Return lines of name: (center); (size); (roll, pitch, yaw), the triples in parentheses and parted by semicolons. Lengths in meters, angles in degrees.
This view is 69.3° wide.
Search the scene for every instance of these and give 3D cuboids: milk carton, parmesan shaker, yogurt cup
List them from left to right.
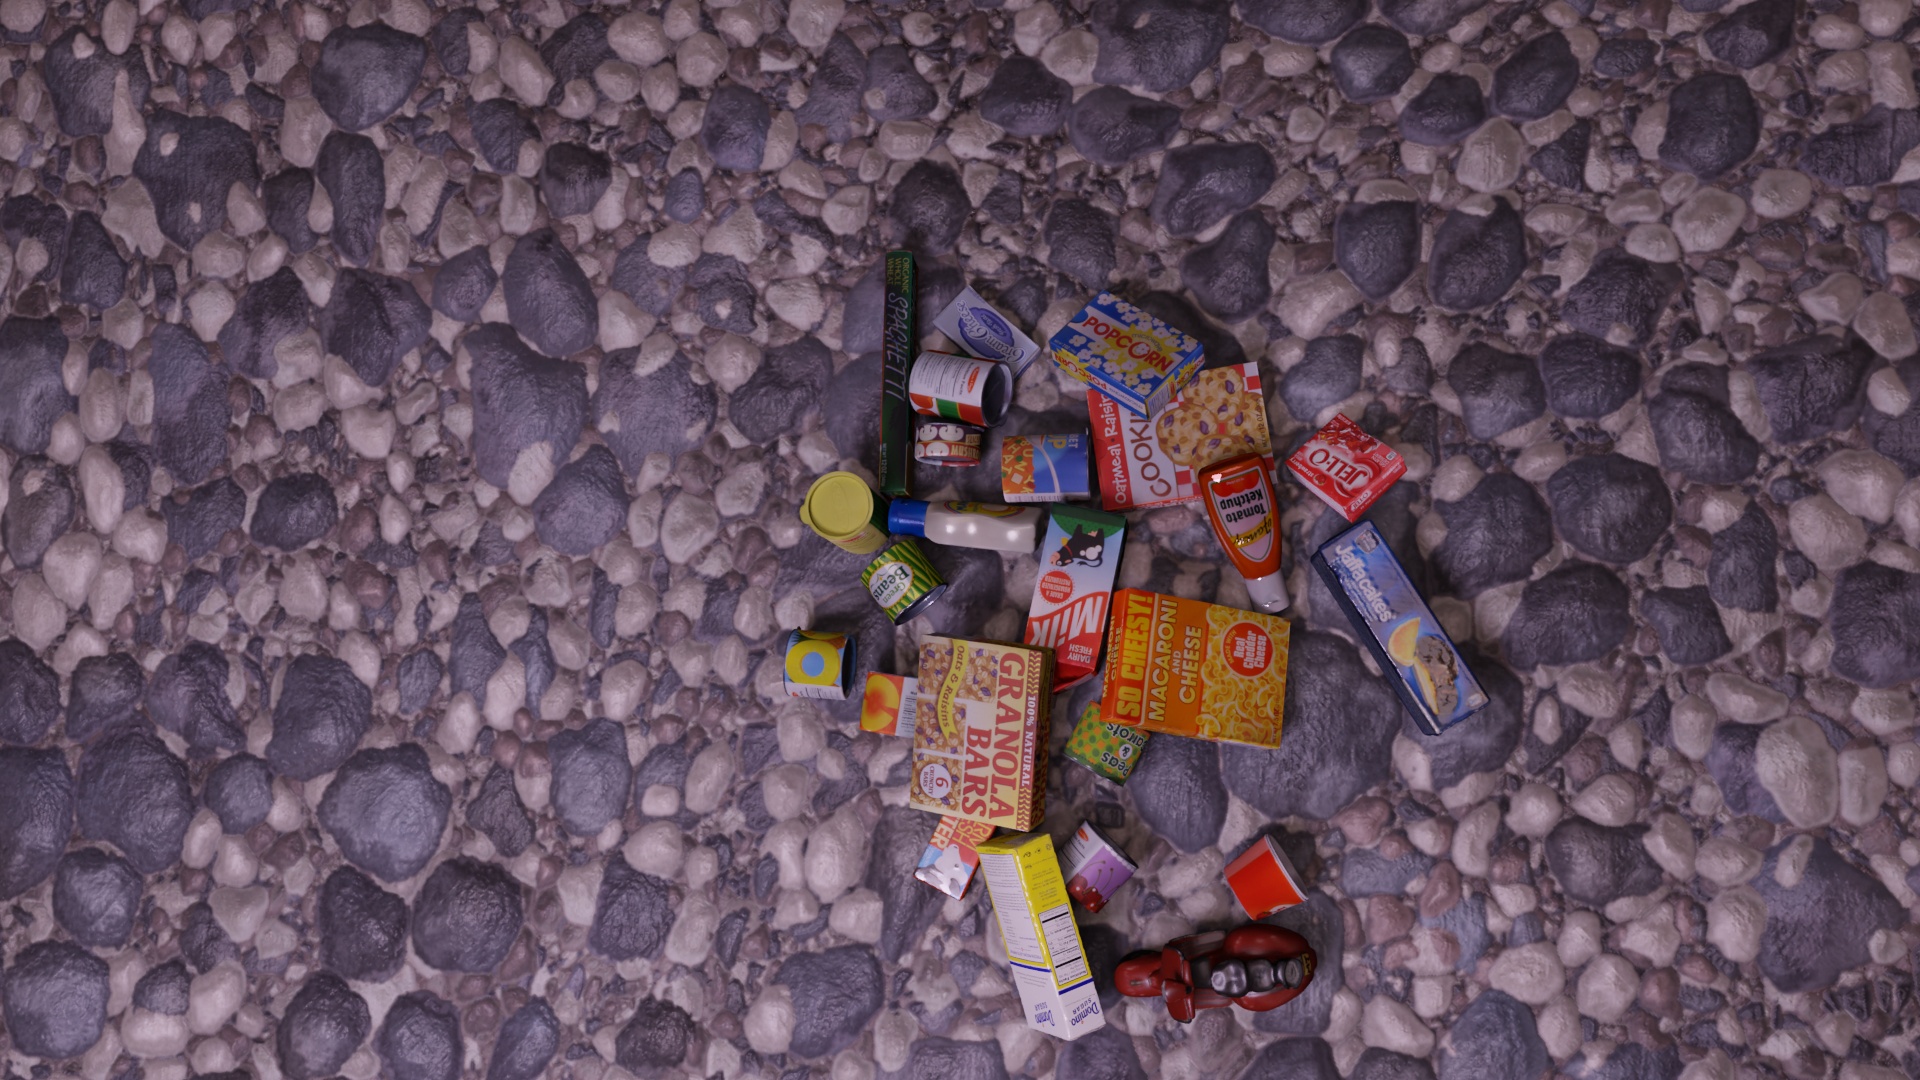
parmesan shaker: (-0.110, -0.025, 1.354); (0.071, 0.103, 0.071); (-1, 82, 8)
milk carton: (0.106, 0.067, 1.325); (0.073, 0.072, 0.190); (11, 84, 10)
yogurt cup: (0.277, 0.310, 1.269); (0.054, 0.072, 0.072); (-34, 79, 10)

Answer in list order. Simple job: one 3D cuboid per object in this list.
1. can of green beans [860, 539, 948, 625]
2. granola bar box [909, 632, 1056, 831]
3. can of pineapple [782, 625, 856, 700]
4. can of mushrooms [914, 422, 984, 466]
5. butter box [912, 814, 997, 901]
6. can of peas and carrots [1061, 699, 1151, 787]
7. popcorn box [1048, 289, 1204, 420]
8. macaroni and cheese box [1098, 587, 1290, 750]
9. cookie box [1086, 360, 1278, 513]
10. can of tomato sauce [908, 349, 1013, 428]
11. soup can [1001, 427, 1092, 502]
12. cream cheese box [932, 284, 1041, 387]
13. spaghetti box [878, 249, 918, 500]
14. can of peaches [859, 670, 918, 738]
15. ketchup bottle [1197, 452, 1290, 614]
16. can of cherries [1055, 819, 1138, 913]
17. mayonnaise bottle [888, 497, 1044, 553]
can of green beans: (-0.055, 0.041, 1.355); (0.071, 0.071, 0.058); (-39, 78, 1)
granola bar box: (0.020, 0.174, 1.287); (0.124, 0.039, 0.165); (6, 95, 25)
can of pineapple: (-0.137, 0.119, 1.354); (0.058, 0.071, 0.071); (4, 82, 8)
can of mushrooms: (-0.010, -0.094, 1.368); (0.071, 0.071, 0.033); (3, 83, 9)
butter box: (0.001, 0.287, 1.331); (0.053, 0.024, 0.103); (26, 86, 12)
can of peas and carrots: (0.138, 0.191, 1.303); (0.071, 0.071, 0.059); (28, 86, 11)
popcorn box: (0.160, -0.180, 1.343); (0.127, 0.038, 0.085); (36, 70, 31)
macaroni and cheese box: (0.217, 0.120, 1.282); (0.166, 0.040, 0.124); (12, 75, -13)
cookie box: (0.214, -0.099, 1.351); (0.167, 0.040, 0.123); (-9, 81, 7)
can of tomato sauce: (0.001, -0.149, 1.368); (0.083, 0.071, 0.071); (13, 84, 27)
soup can: (0.085, -0.073, 1.352); (0.084, 0.071, 0.071); (-1, 82, 8)
cream cheese box: (0.027, -0.205, 1.402); (0.104, 0.024, 0.053); (42, 90, 12)
spaghetti box: (-0.062, -0.167, 1.396); (0.029, 0.050, 0.250); (0, 81, 6)
can of peaches: (-0.063, 0.158, 1.340); (0.071, 0.071, 0.058); (7, 83, 9)
ketchup bottle: (0.273, -0.005, 1.305); (0.065, 0.043, 0.148); (-18, 102, 8)
can of cherries: (0.124, 0.304, 1.291); (0.071, 0.071, 0.058); (42, 89, 12)
mayonnaise bottle: (0.005, -0.017, 1.358); (0.148, 0.065, 0.041); (6, 110, 11)
